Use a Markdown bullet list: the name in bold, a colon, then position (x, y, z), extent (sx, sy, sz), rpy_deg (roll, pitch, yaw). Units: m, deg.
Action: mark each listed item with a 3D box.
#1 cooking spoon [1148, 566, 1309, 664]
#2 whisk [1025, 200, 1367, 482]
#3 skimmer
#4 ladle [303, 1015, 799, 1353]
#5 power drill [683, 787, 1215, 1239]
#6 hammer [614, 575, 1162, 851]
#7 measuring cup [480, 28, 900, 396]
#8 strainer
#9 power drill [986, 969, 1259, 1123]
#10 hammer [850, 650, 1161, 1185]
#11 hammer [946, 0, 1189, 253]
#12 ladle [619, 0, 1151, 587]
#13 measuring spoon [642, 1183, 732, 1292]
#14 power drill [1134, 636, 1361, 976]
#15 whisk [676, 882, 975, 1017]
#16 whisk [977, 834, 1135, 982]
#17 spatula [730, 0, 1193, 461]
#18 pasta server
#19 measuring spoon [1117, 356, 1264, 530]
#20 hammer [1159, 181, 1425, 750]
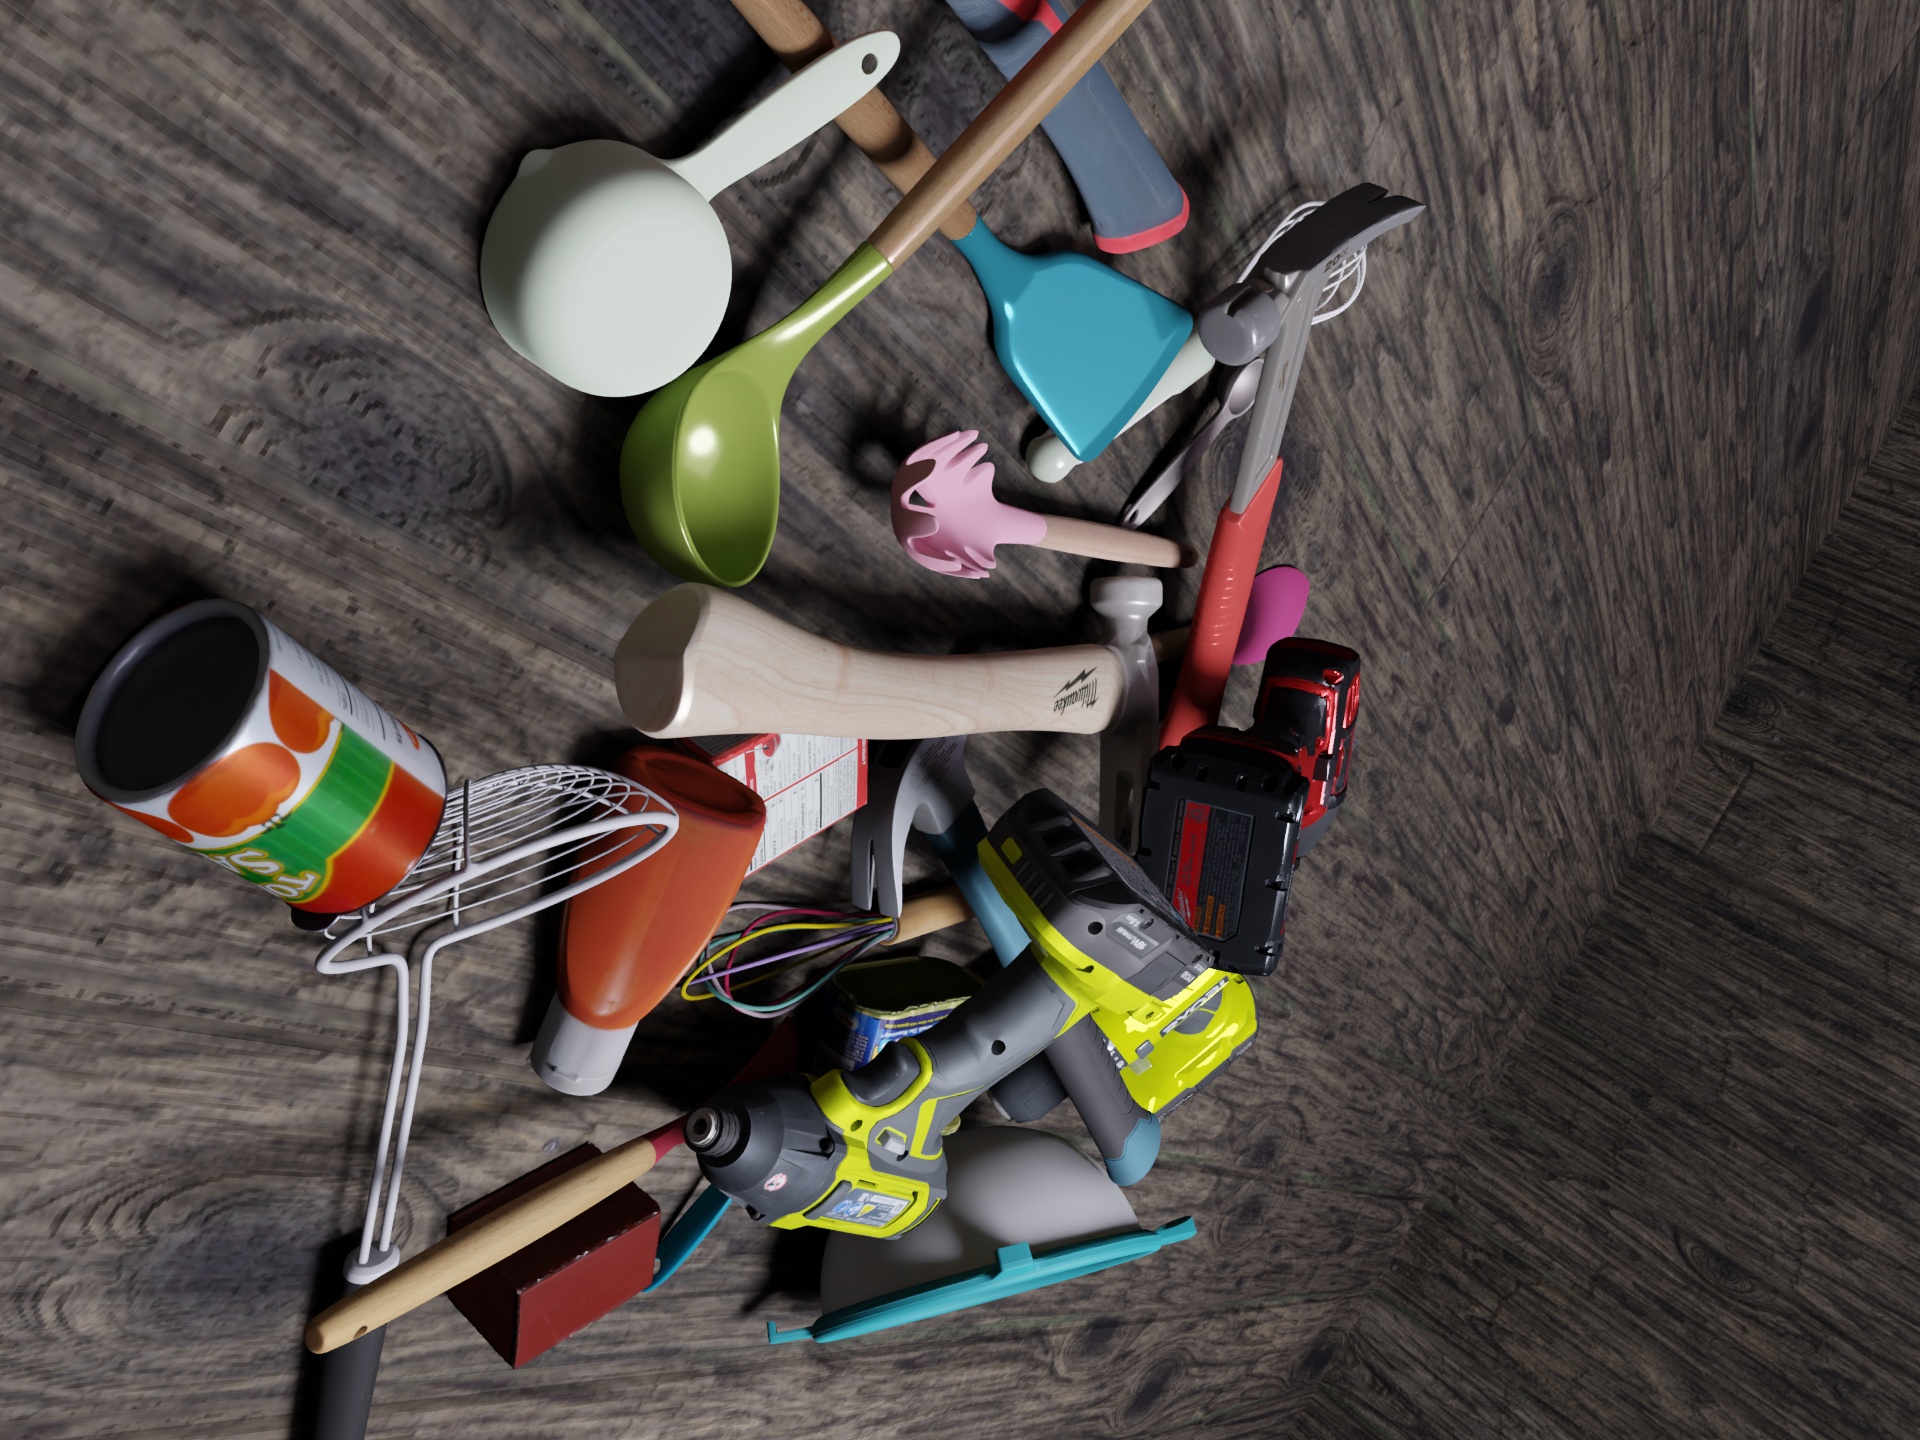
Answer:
- **cooking spoon**: position (0.131, -0.046, 0.944), extent (0.319, 0.017, 0.068), rpy_deg (-15, 127, -49)
- **whisk**: position (0.123, -0.187, 0.791), extent (0.246, 0.058, 0.059), rpy_deg (-39, 109, -23)
- **skimmer**: position (-0.196, 0.173, 0.596), extent (0.127, 0.090, 0.363), rpy_deg (-14, 127, -53)
- **ladle**: position (-0.149, 0.188, 0.666), extent (0.069, 0.031, 0.315), rpy_deg (-59, 163, 18)
- **power drill**: position (-0.007, 0.141, 0.713), extent (0.223, 0.080, 0.171), rpy_deg (-43, 145, 6)
- **hammer**: position (-0.001, -0.002, 0.681), extent (0.410, 0.038, 0.146), rpy_deg (-1, 91, -62)
- **measuring cup**: position (-0.074, -0.168, 0.510), extent (0.167, 0.038, 0.083), rpy_deg (-41, 144, -11)
- **strainer**: position (0.045, 0.303, 0.993), extent (0.211, 0.095, 0.340), rpy_deg (-29, 156, 31)
- **power drill**: position (0.112, 0.197, 1.018), extent (0.190, 0.080, 0.228), rpy_deg (-39, 156, -4)
- **hammer**: position (0.039, 0.130, 0.838), extent (0.128, 0.033, 0.330), rpy_deg (-47, 127, -29)
- **hammer**: position (0.005, -0.286, 0.548), extent (0.143, 0.038, 0.386), rpy_deg (-62, 149, 1)
- **ladle**: position (-0.003, -0.177, 0.561), extent (0.320, 0.062, 0.078), rpy_deg (-47, 154, -1)
- **measuring spoon**: position (-0.128, 0.237, 0.807), extent (0.128, 0.042, 0.021), rpy_deg (-51, 130, -1)
- **power drill**: position (0.167, 0.047, 0.878), extent (0.220, 0.078, 0.143), rpy_deg (-35, 134, -59)
- **whisk**: position (-0.048, 0.105, 0.796), extent (0.245, 0.051, 0.047), rpy_deg (-7, 116, -56)
- **whisk**: position (0.051, 0.137, 0.962), extent (0.239, 0.055, 0.055), rpy_deg (-32, 140, -30)
- **spatula**: position (-0.004, -0.199, 0.601), extent (0.082, 0.044, 0.317), rpy_deg (-53, 148, 6)
- **pasta server**: position (0.055, -0.090, 0.762), extent (0.316, 0.040, 0.060), rpy_deg (-2, 91, -59)
- **measuring spoon**: position (0.119, -0.148, 0.851), extent (0.124, 0.018, 0.034), rpy_deg (-49, 153, -3)
- **hammer**: position (0.153, -0.100, 0.846), extent (0.149, 0.037, 0.358), rpy_deg (-40, 152, -32)
